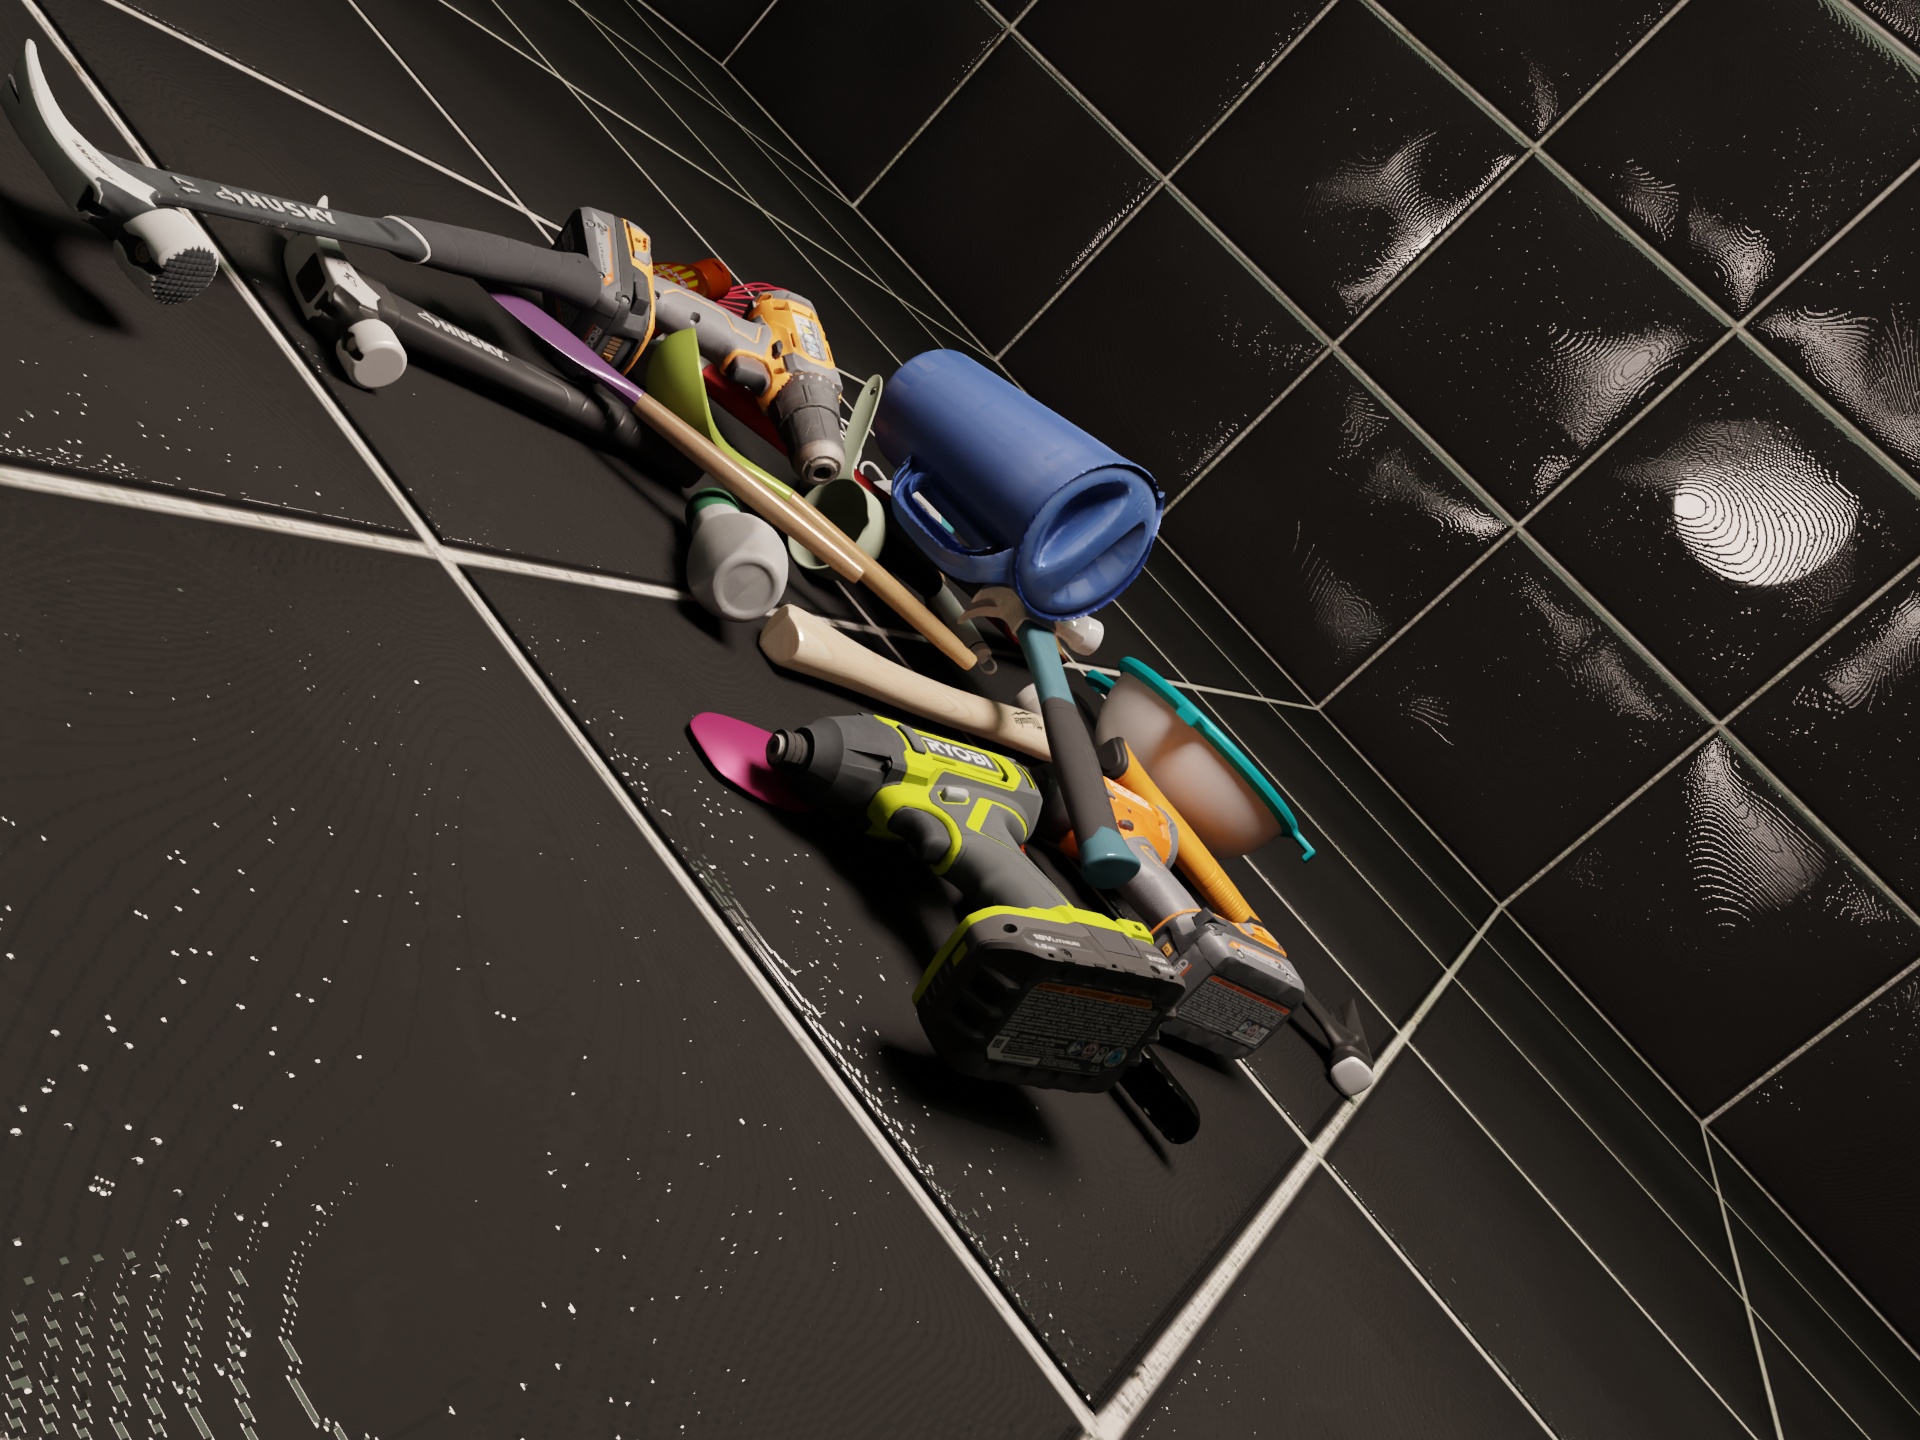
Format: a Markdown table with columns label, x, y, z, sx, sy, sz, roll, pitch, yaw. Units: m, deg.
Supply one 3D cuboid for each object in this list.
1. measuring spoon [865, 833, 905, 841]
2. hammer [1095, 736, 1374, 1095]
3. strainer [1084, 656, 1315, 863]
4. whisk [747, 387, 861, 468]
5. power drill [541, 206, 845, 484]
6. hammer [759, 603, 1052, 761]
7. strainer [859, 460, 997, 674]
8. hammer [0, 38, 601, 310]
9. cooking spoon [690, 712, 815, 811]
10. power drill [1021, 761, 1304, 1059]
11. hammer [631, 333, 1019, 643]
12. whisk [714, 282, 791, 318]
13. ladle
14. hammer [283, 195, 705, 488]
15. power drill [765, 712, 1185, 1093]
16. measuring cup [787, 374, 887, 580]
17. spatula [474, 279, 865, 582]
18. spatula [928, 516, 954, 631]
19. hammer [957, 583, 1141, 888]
| label | x | y | z | sx | sy | sz | roll | pitch | yaw |
| --- | --- | --- | --- | --- | --- | --- | --- | --- | --- |
| measuring spoon | -0.027 | 0.068 | 0.963 | 0.124 | 0.018 | 0.034 | 7 | 50 | -56 |
| hammer | 0.219 | 0.147 | 1.280 | 0.336 | 0.034 | 0.127 | 51 | 15 | -8 |
| strainer | 0.162 | 0.032 | 1.423 | 0.210 | 0.095 | 0.341 | 46 | -2 | -26 |
| whisk | -0.188 | -0.291 | 1.397 | 0.246 | 0.058 | 0.059 | 33 | 29 | -26 |
| power drill | -0.186 | -0.269 | 1.177 | 0.226 | 0.084 | 0.186 | 14 | 45 | -37 |
| hammer | -0.002 | -0.004 | 1.163 | 0.410 | 0.038 | 0.146 | 20 | 31 | -57 |
| strainer | -0.032 | -0.126 | 1.362 | 0.259 | 0.087 | 0.050 | 58 | -25 | 36 |
| hammer | -0.323 | -0.269 | 0.873 | 0.149 | 0.036 | 0.409 | 46 | 20 | 8 |
| cooking spoon | -0.053 | 0.036 | 0.958 | 0.069 | 0.017 | 0.318 | 53 | 18 | 26 |
| power drill | 0.123 | 0.117 | 1.102 | 0.164 | 0.084 | 0.227 | 29 | 19 | -41 |
| hammer | -0.083 | -0.195 | 1.298 | 0.386 | 0.038 | 0.143 | 37 | 26 | -2 |
| whisk | -0.237 | -0.406 | 1.548 | 0.073 | 0.073 | 0.295 | 50 | 22 | 15 |
| ladle | -0.095 | -0.148 | 1.122 | 0.320 | 0.062 | 0.078 | 41 | 9 | -22 |
| hammer | -0.272 | -0.215 | 0.998 | 0.146 | 0.035 | 0.334 | 54 | 17 | 26 |
| power drill | 0.001 | 0.081 | 0.818 | 0.171 | 0.080 | 0.223 | 17 | 24 | -38 |
| measuring cup | -0.079 | -0.184 | 1.221 | 0.083 | 0.168 | 0.038 | 4 | -19 | 36 |
| spatula | -0.189 | -0.191 | 1.033 | 0.315 | 0.018 | 0.060 | 38 | 13 | -12 |
| spatula | -0.022 | -0.149 | 1.467 | 0.082 | 0.044 | 0.318 | 30 | 21 | -21 |
| hammer | 0.073 | 0.001 | 1.120 | 0.128 | 0.033 | 0.331 | 23 | 29 | -24 |
